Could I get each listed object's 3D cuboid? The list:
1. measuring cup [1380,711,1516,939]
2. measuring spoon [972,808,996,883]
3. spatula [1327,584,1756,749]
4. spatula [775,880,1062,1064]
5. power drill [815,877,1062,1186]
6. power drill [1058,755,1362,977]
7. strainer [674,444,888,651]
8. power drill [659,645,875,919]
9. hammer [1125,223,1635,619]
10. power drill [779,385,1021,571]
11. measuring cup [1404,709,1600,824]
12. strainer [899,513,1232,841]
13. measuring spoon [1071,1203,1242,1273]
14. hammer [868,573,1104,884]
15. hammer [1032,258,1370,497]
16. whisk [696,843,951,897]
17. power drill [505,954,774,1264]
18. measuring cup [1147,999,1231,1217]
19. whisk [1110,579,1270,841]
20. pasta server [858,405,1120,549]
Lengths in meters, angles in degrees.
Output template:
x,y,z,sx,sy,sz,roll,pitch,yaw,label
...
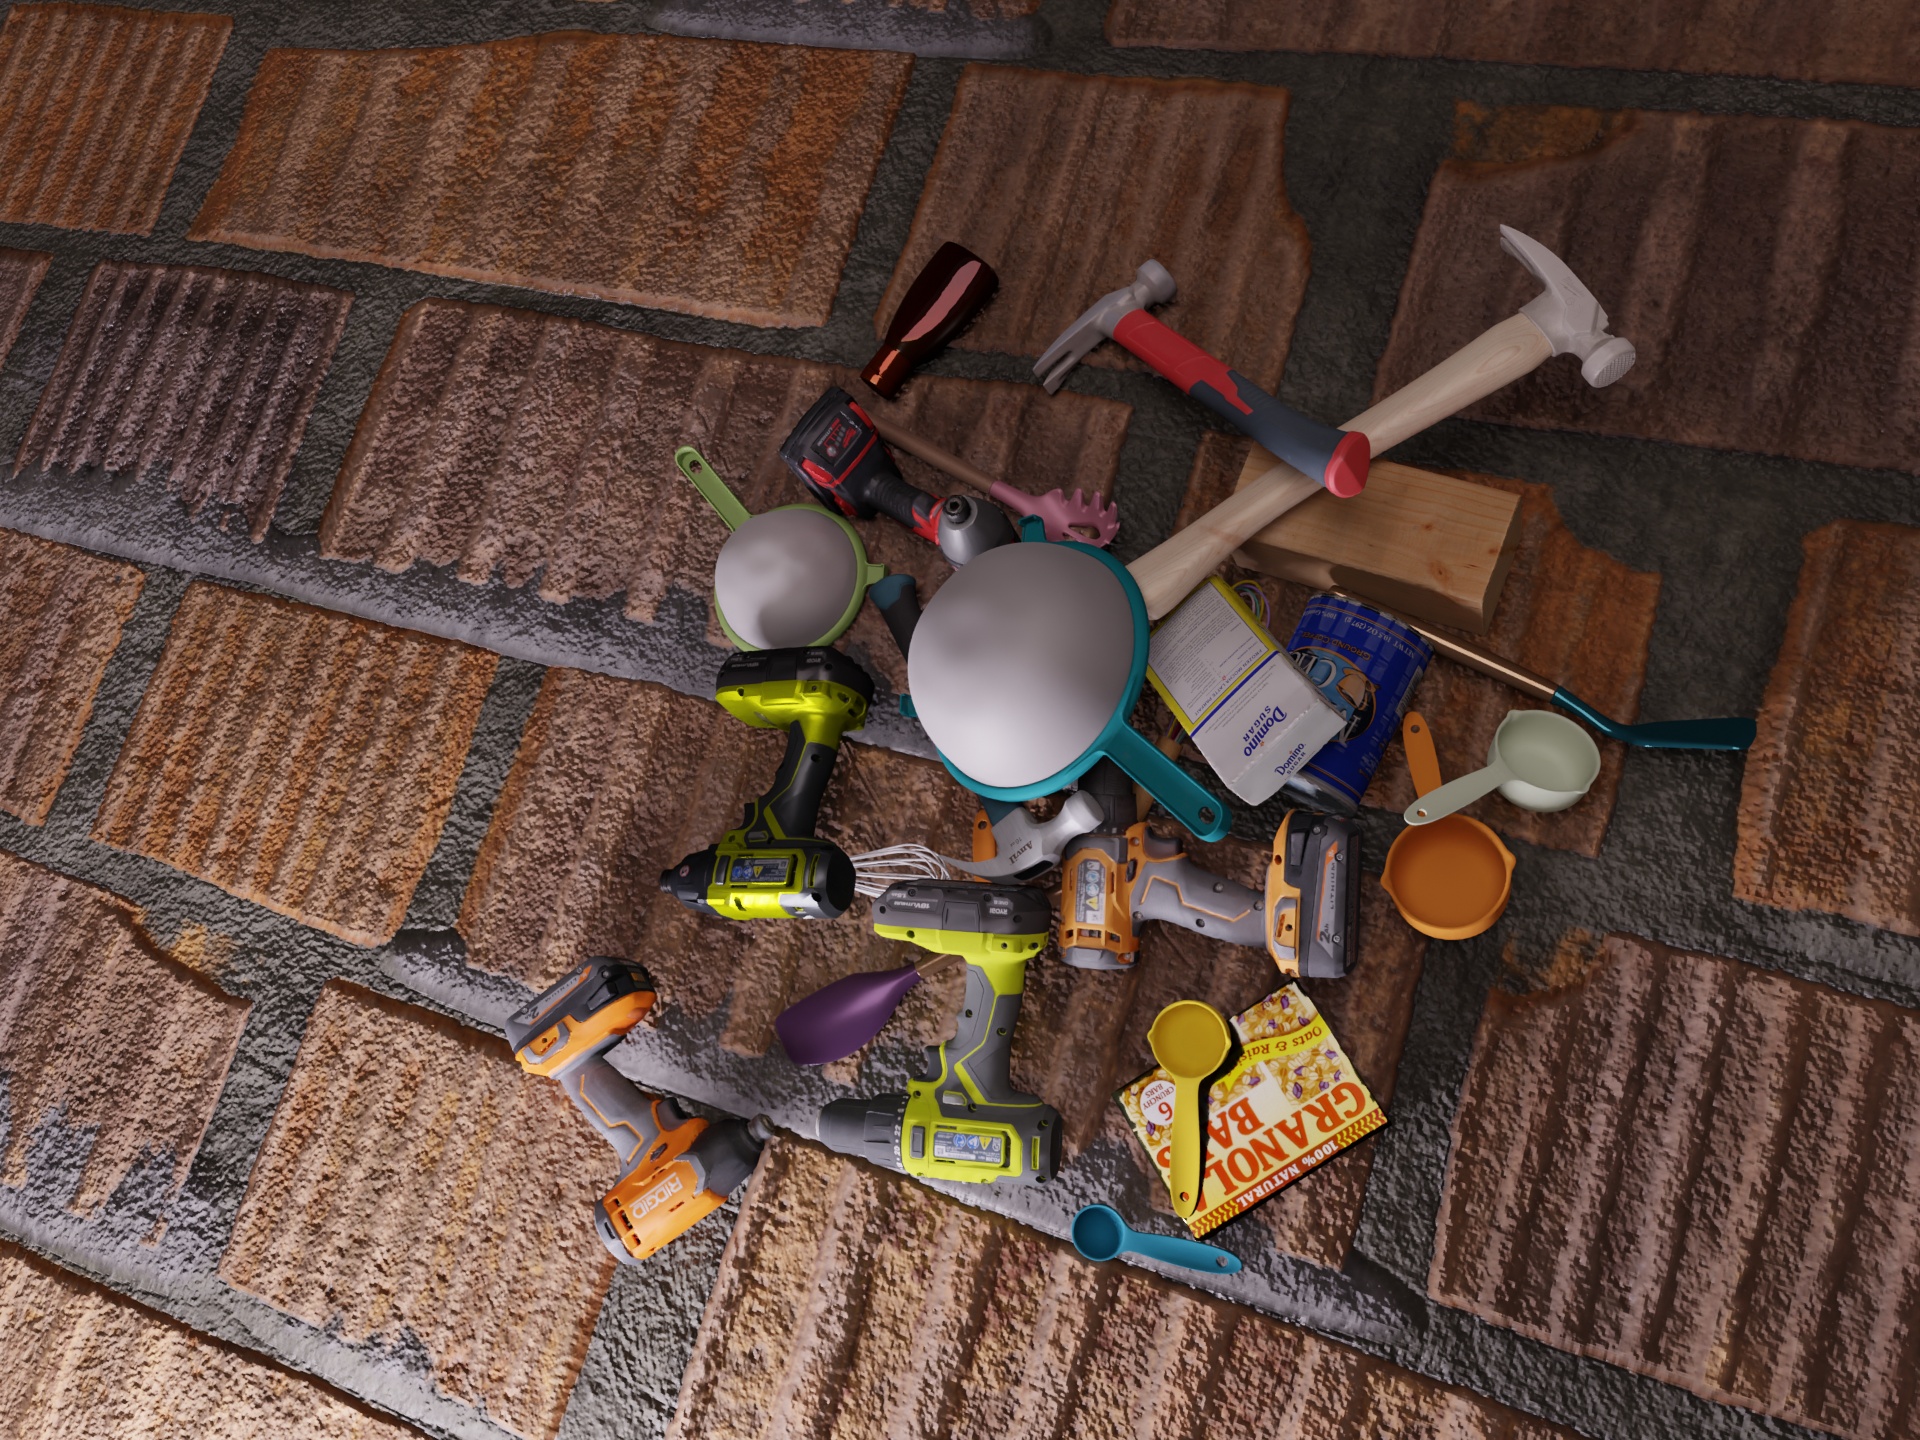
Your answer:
x,y,z,sx,sy,sz,roll,pitch,yaw,label
0.356,0.080,1.189,0.095,0.052,0.174,-13,63,15,measuring cup
0.019,0.125,1.299,0.021,0.011,0.117,-12,60,20,measuring spoon
0.423,-0.041,1.185,0.318,0.082,0.044,28,117,20,spatula
-0.011,0.194,1.297,0.316,0.018,0.060,-31,74,9,spatula
-0.016,0.241,1.235,0.190,0.080,0.228,2,89,15,power drill
0.184,0.102,1.205,0.226,0.084,0.185,2,90,23,power drill
-0.194,-0.170,1.433,0.151,0.069,0.257,-42,68,4,strainer
-0.160,0.056,1.331,0.171,0.080,0.223,-3,64,25,power drill
0.285,-0.211,1.201,0.410,0.038,0.146,-32,65,7,hammer
-0.042,-0.188,1.349,0.220,0.143,0.078,36,85,26,power drill
0.386,0.049,1.156,0.167,0.038,0.083,-22,56,-18,measuring cup
0.064,-0.021,1.152,0.211,0.095,0.341,-55,44,9,strainer
0.147,0.392,1.193,0.128,0.021,0.042,10,90,12,measuring spoon
-0.002,-0.004,1.297,0.128,0.033,0.331,-41,51,17,hammer
0.187,-0.254,1.249,0.143,0.038,0.387,-41,38,4,hammer
-0.121,0.128,1.343,0.246,0.059,0.058,1,39,23,whisk
-0.262,0.309,1.321,0.164,0.084,0.227,-36,71,6,power drill
0.169,0.284,1.169,0.062,0.029,0.156,1,86,20,measuring cup
0.177,-0.005,1.277,0.051,0.047,0.245,28,89,22,whisk
0.007,-0.220,1.397,0.316,0.040,0.060,32,75,25,pasta server
